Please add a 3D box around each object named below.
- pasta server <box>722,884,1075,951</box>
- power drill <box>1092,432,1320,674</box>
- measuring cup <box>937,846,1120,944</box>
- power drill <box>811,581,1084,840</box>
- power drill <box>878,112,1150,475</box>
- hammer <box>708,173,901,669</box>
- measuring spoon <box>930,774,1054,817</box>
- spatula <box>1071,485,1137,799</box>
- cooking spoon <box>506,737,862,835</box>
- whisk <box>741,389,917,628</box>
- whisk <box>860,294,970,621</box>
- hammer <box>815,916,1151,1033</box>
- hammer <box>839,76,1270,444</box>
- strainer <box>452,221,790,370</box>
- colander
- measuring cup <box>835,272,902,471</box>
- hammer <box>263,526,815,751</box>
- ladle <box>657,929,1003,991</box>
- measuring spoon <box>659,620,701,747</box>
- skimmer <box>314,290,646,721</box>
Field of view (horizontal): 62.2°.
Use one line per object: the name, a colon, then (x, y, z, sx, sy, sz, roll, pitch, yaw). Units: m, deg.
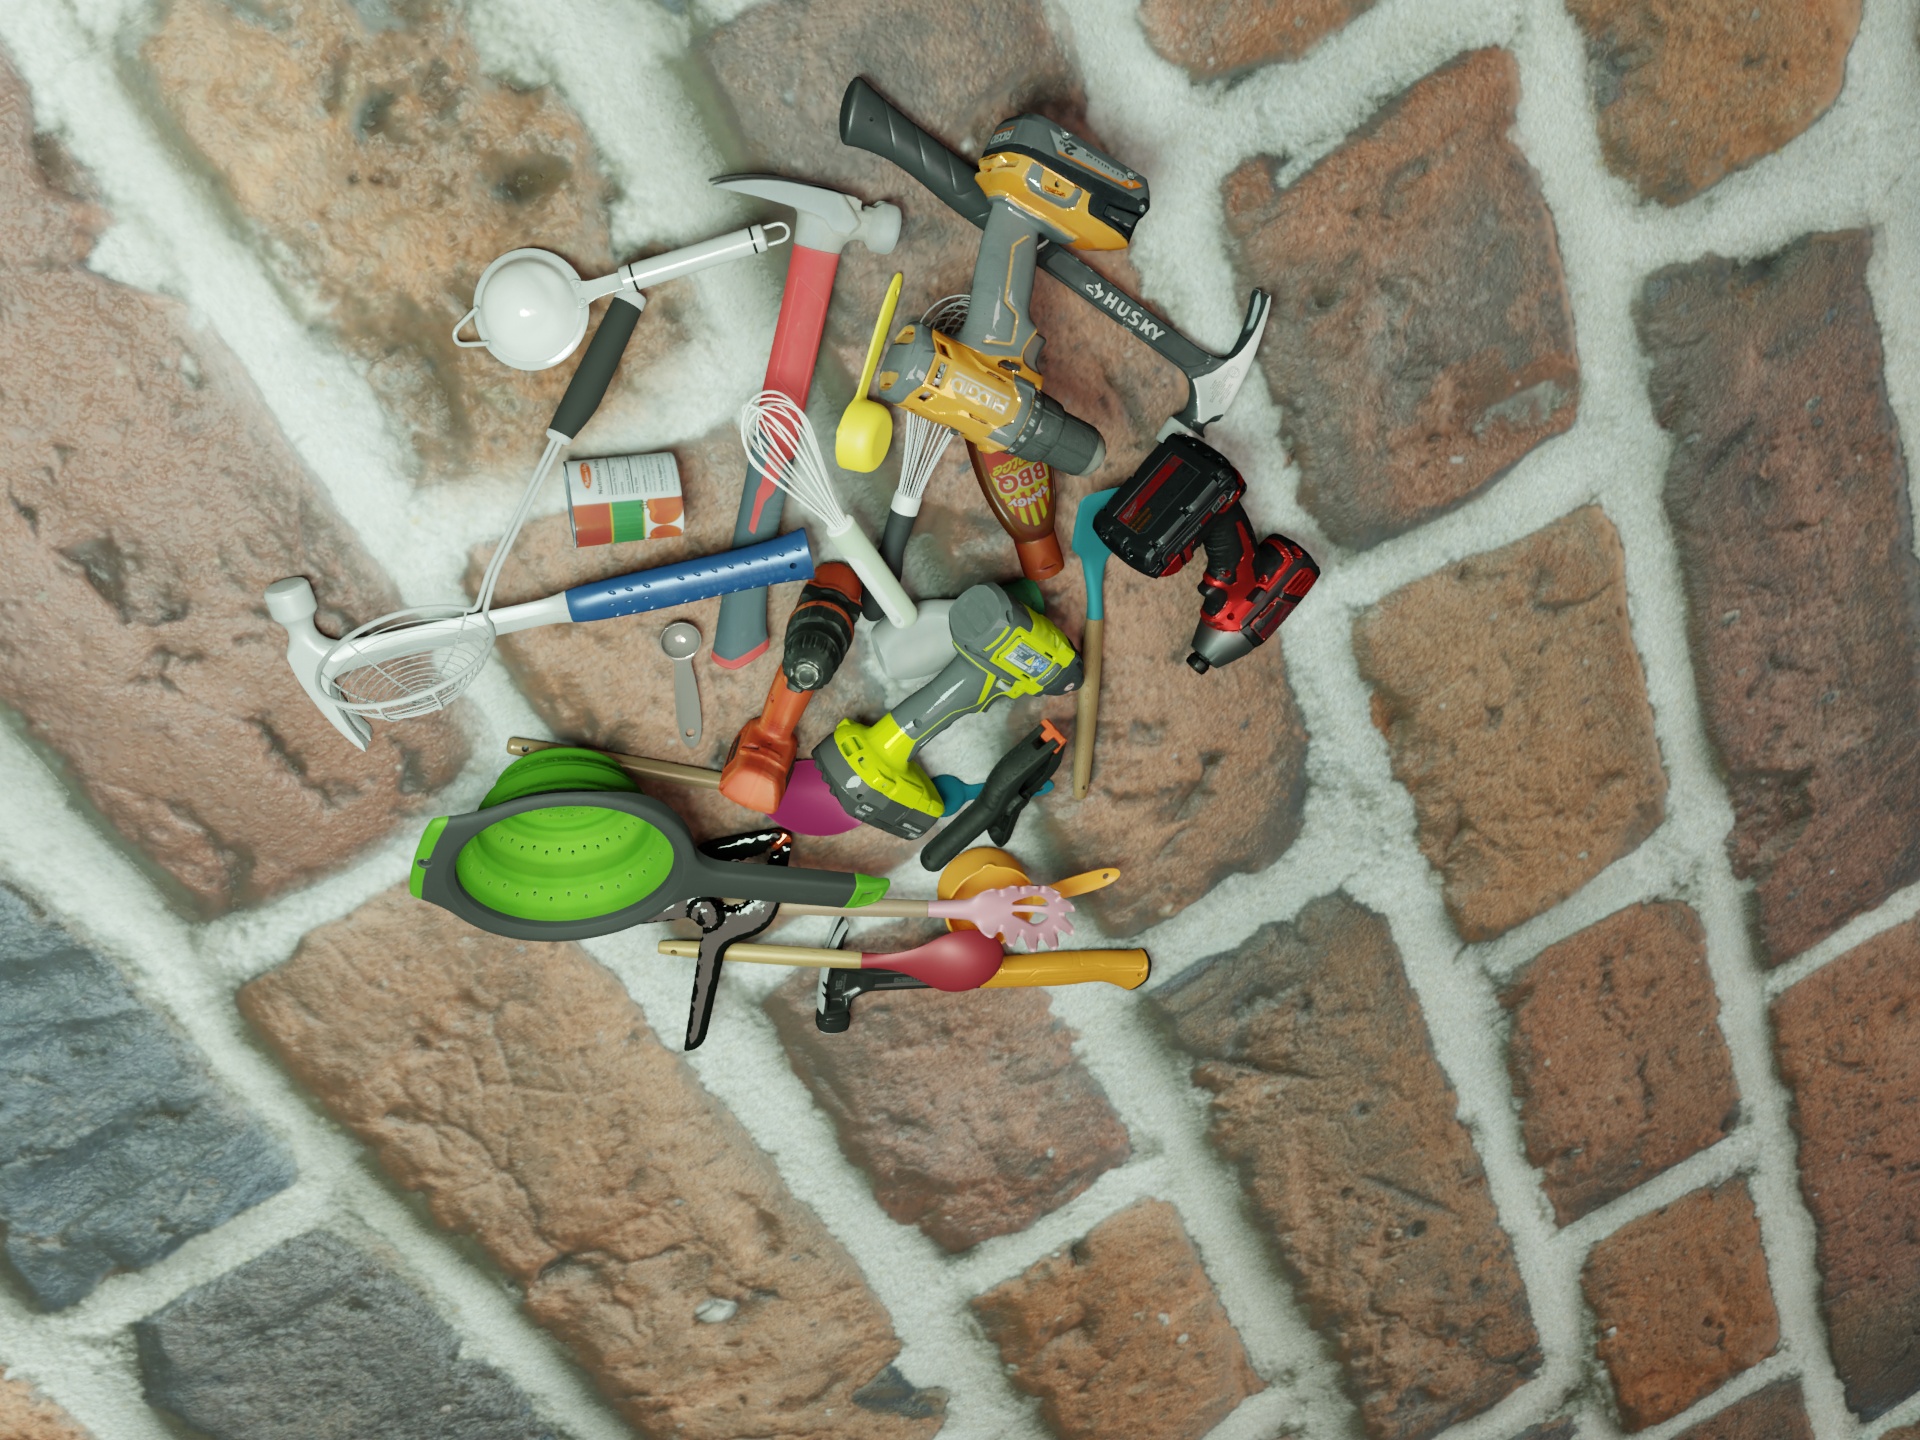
pasta server: (-0.056, 0.171, 1.430, 0.316, 0.040, 0.060, 2, 99, -1)
power drill: (0.213, -0.133, 1.363, 0.143, 0.079, 0.219, -48, 137, 4)
measuring cup: (0.061, 0.153, 1.498, 0.173, 0.052, 0.095, -13, 119, -14)
power drill: (-0.002, -0.004, 1.352, 0.223, 0.080, 0.171, -43, 145, 13)
power drill: (0.060, -0.305, 1.182, 0.185, 0.084, 0.226, 22, 93, -26)
hammer: (-0.159, -0.222, 1.241, 0.143, 0.038, 0.386, 7, 113, -20)
measuring spoon: (0.028, 0.069, 1.459, 0.128, 0.021, 0.042, -4, 117, -16)
spatula: (0.122, -0.064, 1.410, 0.082, 0.044, 0.317, -13, 121, -26)
cooking spoon: (-0.228, 0.048, 1.367, 0.318, 0.017, 0.069, 11, 96, -23)
whisk: (-0.099, -0.158, 1.246, 0.059, 0.058, 0.246, -56, 132, -23)
whisk: (-0.035, -0.206, 1.282, 0.070, 0.070, 0.284, 9, 118, -22)
hammer: (0.030, 0.237, 1.540, 0.336, 0.034, 0.127, 1, 117, -19)
hammer: (0.076, -0.367, 1.246, 0.408, 0.036, 0.149, 29, 103, -28)
strainer: (-0.246, -0.316, 1.140, 0.258, 0.050, 0.087, -18, 94, -1)
colander: (-0.249, 0.099, 1.330, 0.396, 0.095, 0.204, 8, 137, -26)
measuring cup: (-0.060, -0.269, 1.241, 0.029, 0.062, 0.156, 20, 102, 14)
hammer: (-0.314, -0.081, 1.238, 0.405, 0.035, 0.144, -13, 120, -4)
ladle: (-0.116, 0.215, 1.447, 0.315, 0.031, 0.069, 4, 117, -5)
measuring spoon: (-0.231, -0.031, 1.331, 0.034, 0.018, 0.124, -9, 125, -13)
skimmer: (-0.337, -0.163, 1.145, 0.090, 0.127, 0.363, 29, 87, -52)
